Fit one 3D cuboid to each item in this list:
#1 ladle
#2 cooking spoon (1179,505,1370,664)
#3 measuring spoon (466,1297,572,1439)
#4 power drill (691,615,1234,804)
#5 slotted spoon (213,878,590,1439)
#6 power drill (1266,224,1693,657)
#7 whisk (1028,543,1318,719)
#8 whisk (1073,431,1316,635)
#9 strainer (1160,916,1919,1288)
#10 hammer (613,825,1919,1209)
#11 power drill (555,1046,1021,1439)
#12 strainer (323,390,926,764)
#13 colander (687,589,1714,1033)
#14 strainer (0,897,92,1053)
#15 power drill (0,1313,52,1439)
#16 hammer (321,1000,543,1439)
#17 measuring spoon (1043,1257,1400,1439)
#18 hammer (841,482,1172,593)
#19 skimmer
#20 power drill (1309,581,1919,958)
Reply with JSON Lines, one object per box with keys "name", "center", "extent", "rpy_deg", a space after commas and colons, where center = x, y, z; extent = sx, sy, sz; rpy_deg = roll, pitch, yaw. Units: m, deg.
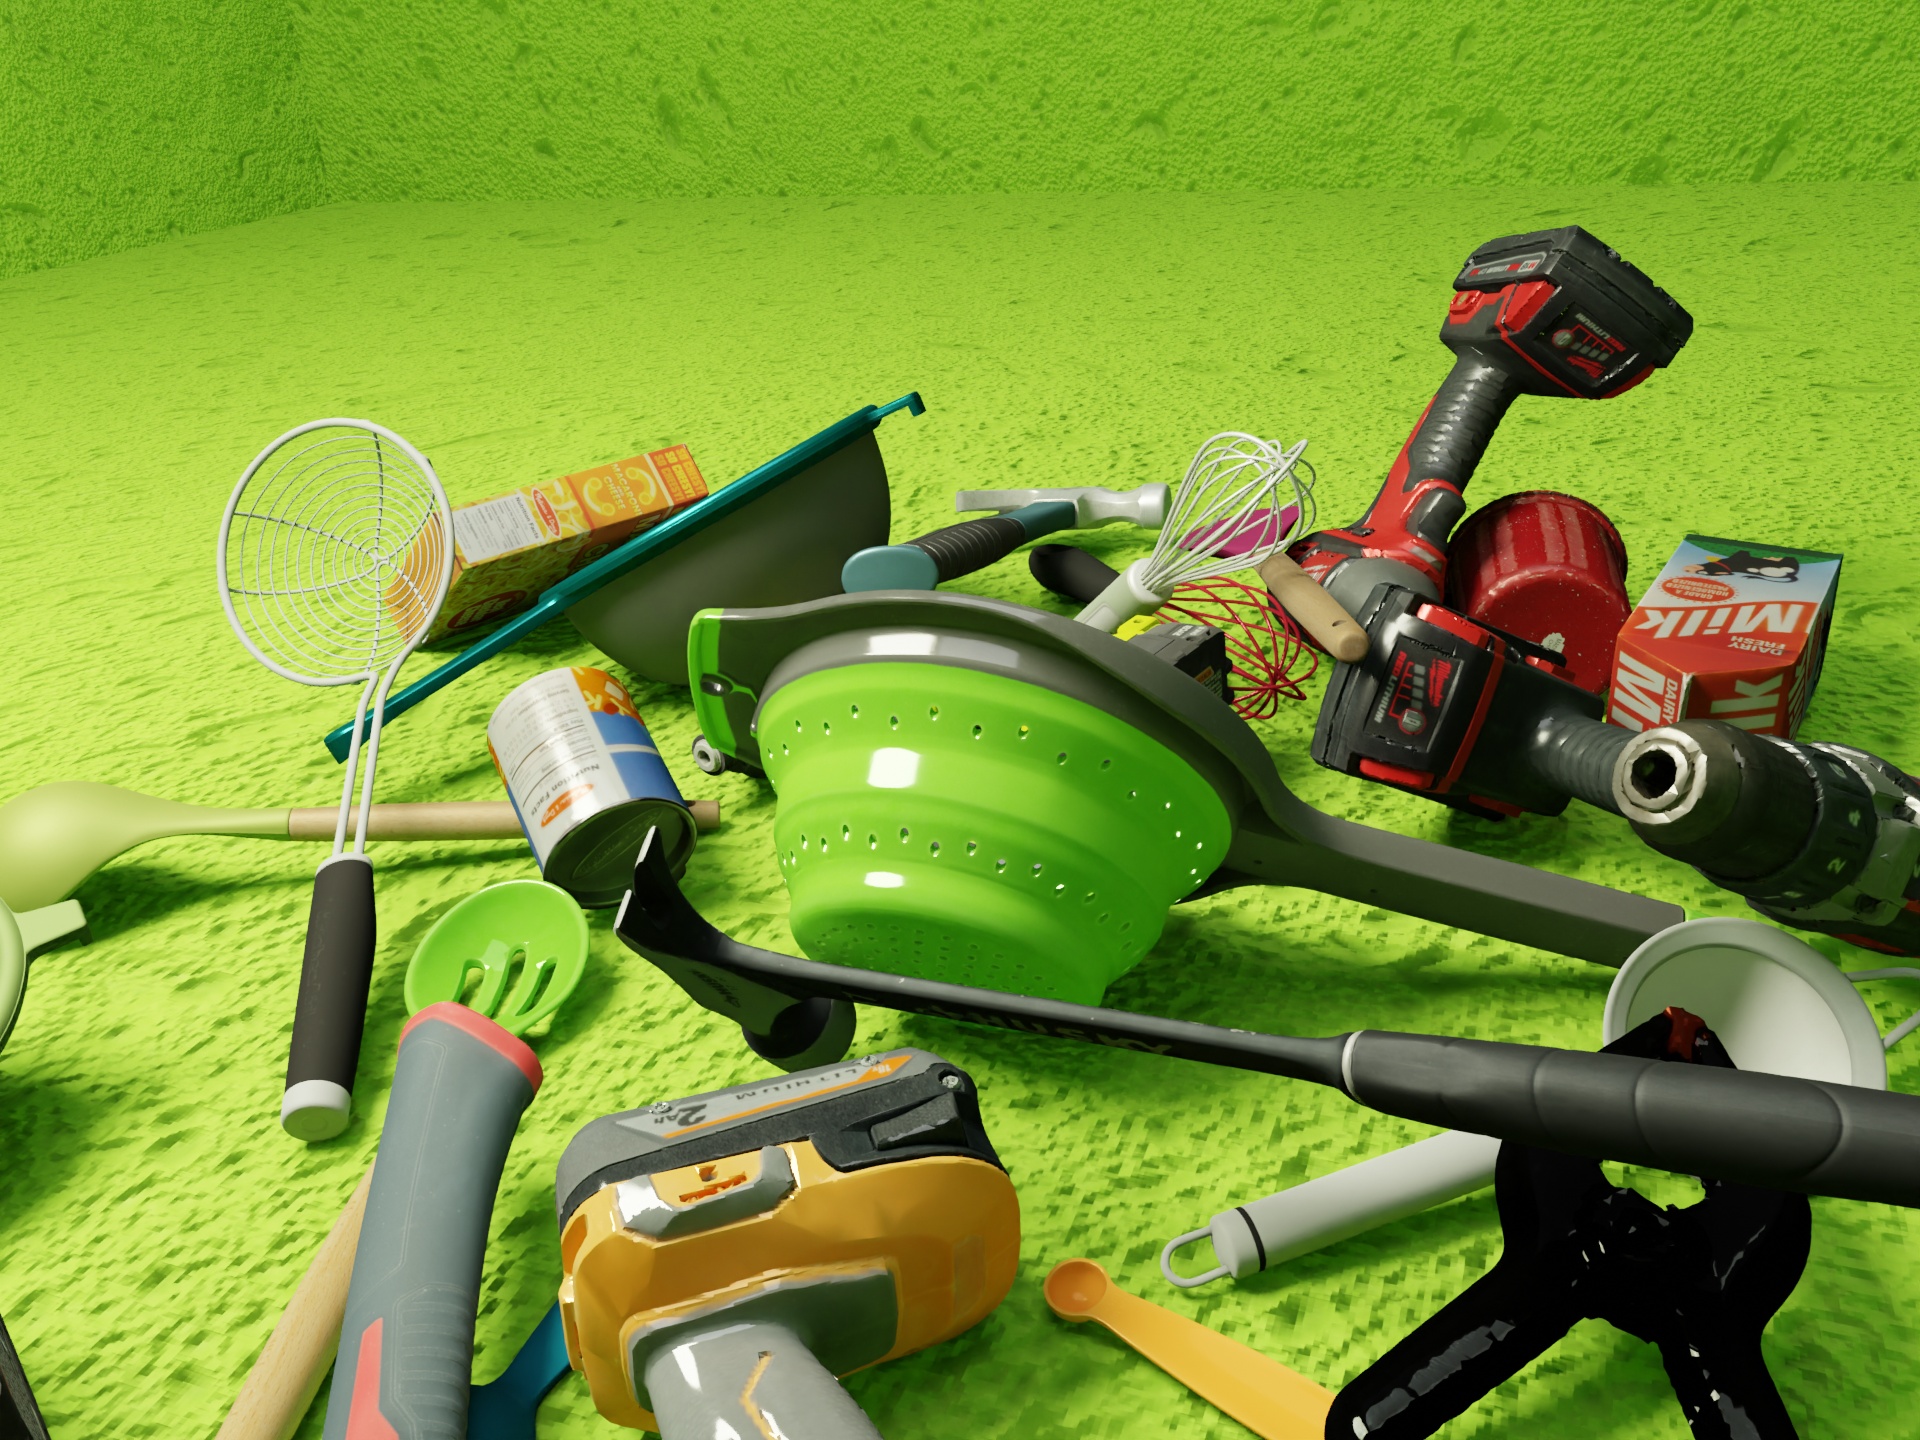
{"name": "ladle", "center": [-0.269, 0.056, 0.711], "extent": [0.320, 0.062, 0.078], "rpy_deg": [-1, 28, -9]}
{"name": "cooking spoon", "center": [0.148, -0.069, 0.743], "extent": [0.069, 0.017, 0.319], "rpy_deg": [-17, 14, 6]}
{"name": "measuring spoon", "center": [-0.117, 0.172, 0.455], "extent": [0.042, 0.021, 0.129], "rpy_deg": [8, 30, 24]}
{"name": "power drill", "center": [-0.001, -0.002, 0.744], "extent": [0.223, 0.080, 0.171], "rpy_deg": [10, 28, 34]}
{"name": "slotted spoon", "center": [-0.185, 0.150, 0.508], "extent": [0.070, 0.031, 0.314], "rpy_deg": [-2, 28, 5]}
{"name": "power drill", "center": [0.241, -0.122, 0.771], "extent": [0.078, 0.219, 0.143], "rpy_deg": [32, 7, -13]}
{"name": "whisk", "center": [0.102, -0.061, 0.873], "extent": [0.073, 0.073, 0.296], "rpy_deg": [-13, 21, -17]}
{"name": "whisk", "center": [0.094, -0.068, 0.753], "extent": [0.059, 0.058, 0.246], "rpy_deg": [-48, 2, -27]}
{"name": "strainer", "center": [0.180, 0.125, 0.490], "extent": [0.258, 0.050, 0.087], "rpy_deg": [-16, 70, -12]}
{"name": "hammer", "center": [0.091, 0.087, 0.420], "extent": [0.409, 0.149, 0.036], "rpy_deg": [4, 64, 26]}
{"name": "power drill", "center": [0.002, 0.177, 0.370], "extent": [0.185, 0.084, 0.226], "rpy_deg": [-9, 30, -16]}
{"name": "strainer", "center": [-0.159, -0.047, 0.836], "extent": [0.340, 0.095, 0.211], "rpy_deg": [-37, 13, -28]}
{"name": "colander", "center": [0.083, 0.069, 0.557], "extent": [0.397, 0.204, 0.095], "rpy_deg": [15, 62, 3]}
{"name": "strainer", "center": [-0.397, 0.157, 0.502], "extent": [0.151, 0.069, 0.257], "rpy_deg": [7, 44, 3]}
{"name": "power drill", "center": [-0.330, 0.209, 0.346], "extent": [0.228, 0.080, 0.191], "rpy_deg": [-25, 43, -32]}
{"name": "hammer", "center": [-0.145, 0.202, 0.345], "extent": [0.143, 0.038, 0.387], "rpy_deg": [-9, 31, -7]}
{"name": "measuring spoon", "center": [0.072, 0.179, 0.431], "extent": [0.117, 0.011, 0.021], "rpy_deg": [20, 43, 34]}
{"name": "hammer", "center": [0.020, -0.103, 0.891], "extent": [0.128, 0.033, 0.331], "rpy_deg": [1, 13, 21]}
{"name": "skimmer", "center": [-0.271, 0.004, 0.660], "extent": [0.127, 0.090, 0.364], "rpy_deg": [-28, 41, 10]}
{"name": "power drill", "center": [0.232, 0.015, 0.575], "extent": [0.187, 0.080, 0.227], "rpy_deg": [16, 7, -35]}
